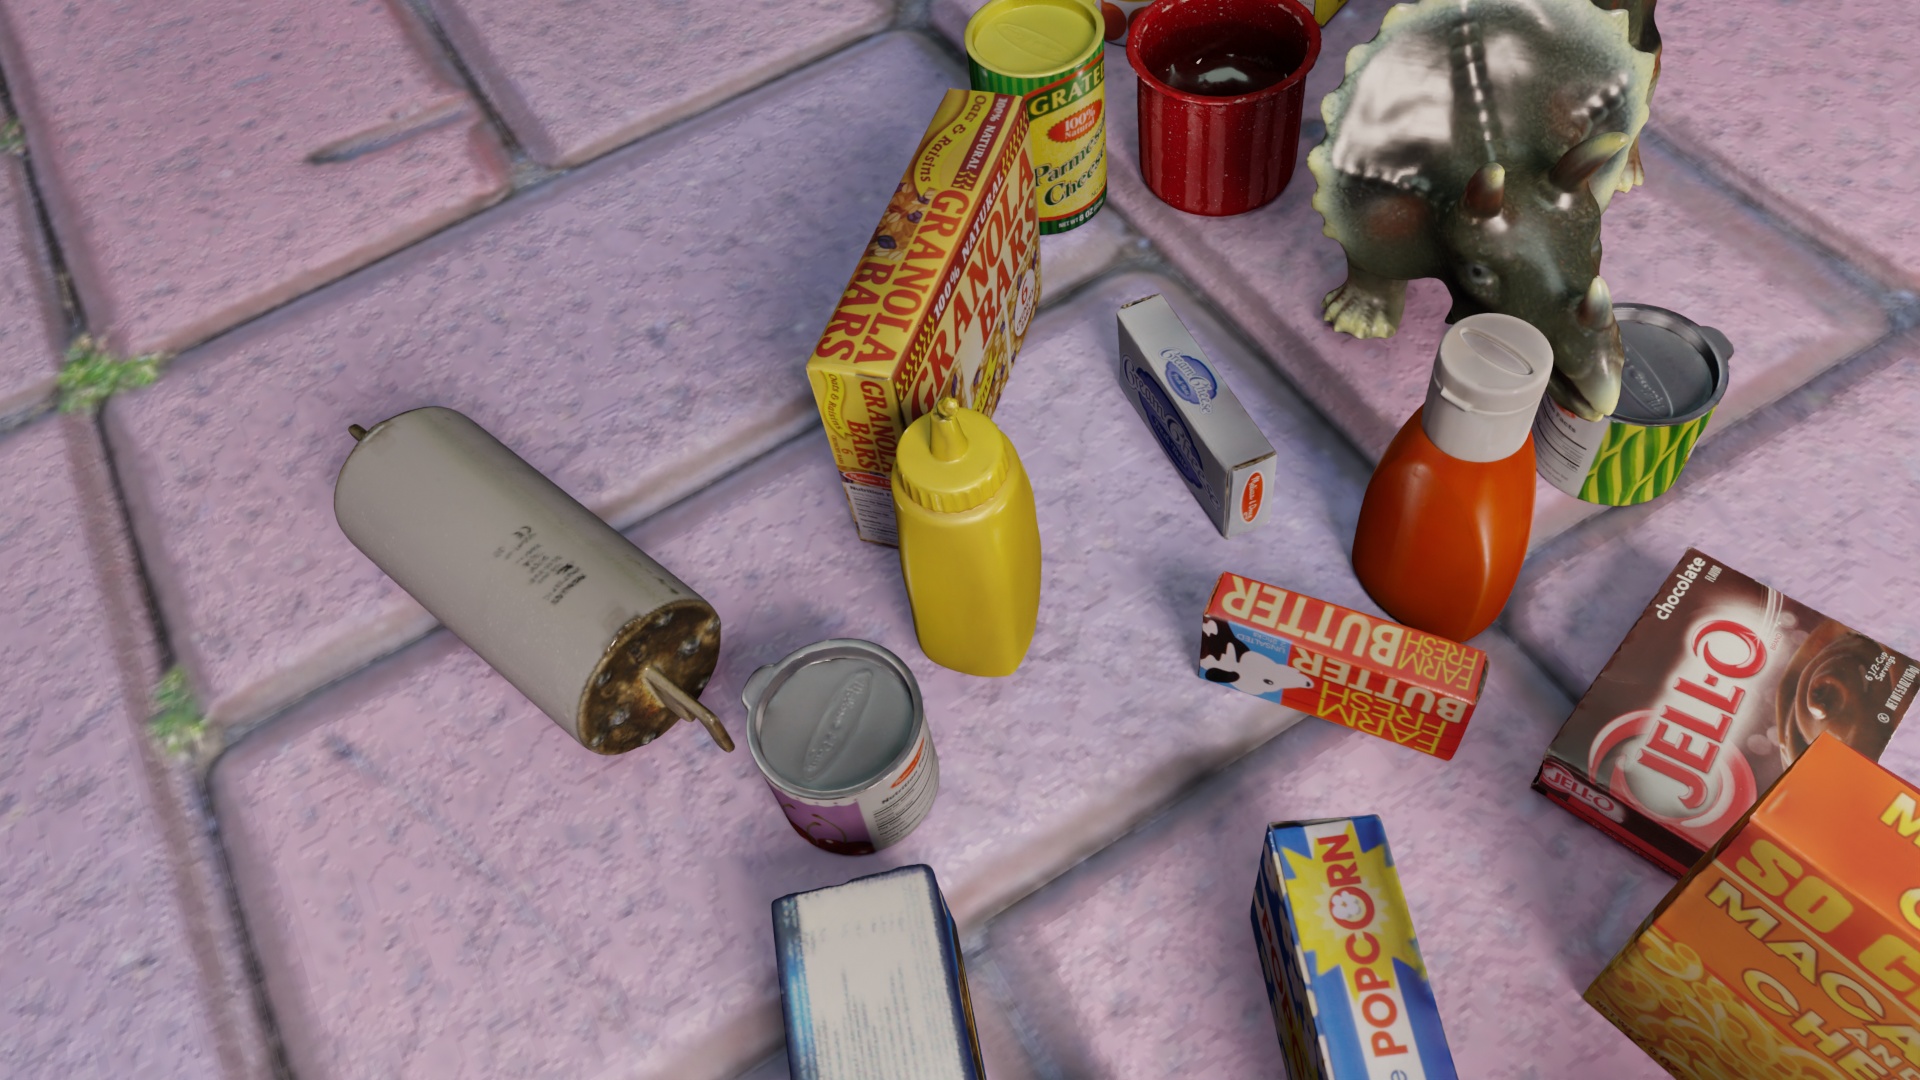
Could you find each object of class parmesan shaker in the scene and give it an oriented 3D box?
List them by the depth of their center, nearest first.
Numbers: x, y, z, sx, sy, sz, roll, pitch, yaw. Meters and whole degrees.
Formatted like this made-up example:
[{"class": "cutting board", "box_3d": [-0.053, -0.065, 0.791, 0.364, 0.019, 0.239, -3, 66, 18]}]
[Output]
[{"class": "parmesan shaker", "box_3d": [0.042, -0.213, 0.695, 0.071, 0.102, 0.071, -4, 56, 5]}]

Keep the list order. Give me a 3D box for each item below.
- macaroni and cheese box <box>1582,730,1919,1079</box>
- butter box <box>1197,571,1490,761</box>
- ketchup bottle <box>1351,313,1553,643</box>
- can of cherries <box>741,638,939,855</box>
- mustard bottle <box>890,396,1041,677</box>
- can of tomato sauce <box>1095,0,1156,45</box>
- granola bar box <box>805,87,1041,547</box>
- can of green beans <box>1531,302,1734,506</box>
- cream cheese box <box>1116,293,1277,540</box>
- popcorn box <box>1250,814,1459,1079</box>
[{"class": "macaroni and cheese box", "box_3d": [0.259, 0.138, 0.390, 0.040, 0.165, 0.124, -38, 60, -17]}, {"class": "butter box", "box_3d": [0.145, 0.048, 0.534, 0.103, 0.053, 0.024, 18, 61, 18]}, {"class": "ketchup bottle", "box_3d": [0.185, -0.021, 0.518, 0.044, 0.148, 0.065, -38, 60, -17]}, {"class": "can of cherries", "box_3d": [-0.046, 0.079, 0.536, 0.071, 0.058, 0.072, -4, 56, 5]}, {"class": "mustard bottle", "box_3d": [0.002, -0.007, 0.526, 0.049, 0.159, 0.065, 6, 58, 12]}, {"class": "can of tomato sauce", "box_3d": [0.103, -0.332, 0.779, 0.071, 0.082, 0.071, -4, 56, 5]}, {"class": "granola bar box", "box_3d": [-0.008, -0.095, 0.609, 0.039, 0.123, 0.166, 13, 59, 16]}, {"class": "can of green beans", "box_3d": [0.278, -0.056, 0.585, 0.071, 0.057, 0.071, -4, 56, 5]}, {"class": "cream cheese box", "box_3d": [0.102, -0.055, 0.610, 0.024, 0.053, 0.104, -23, 56, -7]}, {"class": "popcorn box", "box_3d": [0.126, 0.162, 0.440, 0.038, 0.084, 0.127, -9, 56, 2]}]
